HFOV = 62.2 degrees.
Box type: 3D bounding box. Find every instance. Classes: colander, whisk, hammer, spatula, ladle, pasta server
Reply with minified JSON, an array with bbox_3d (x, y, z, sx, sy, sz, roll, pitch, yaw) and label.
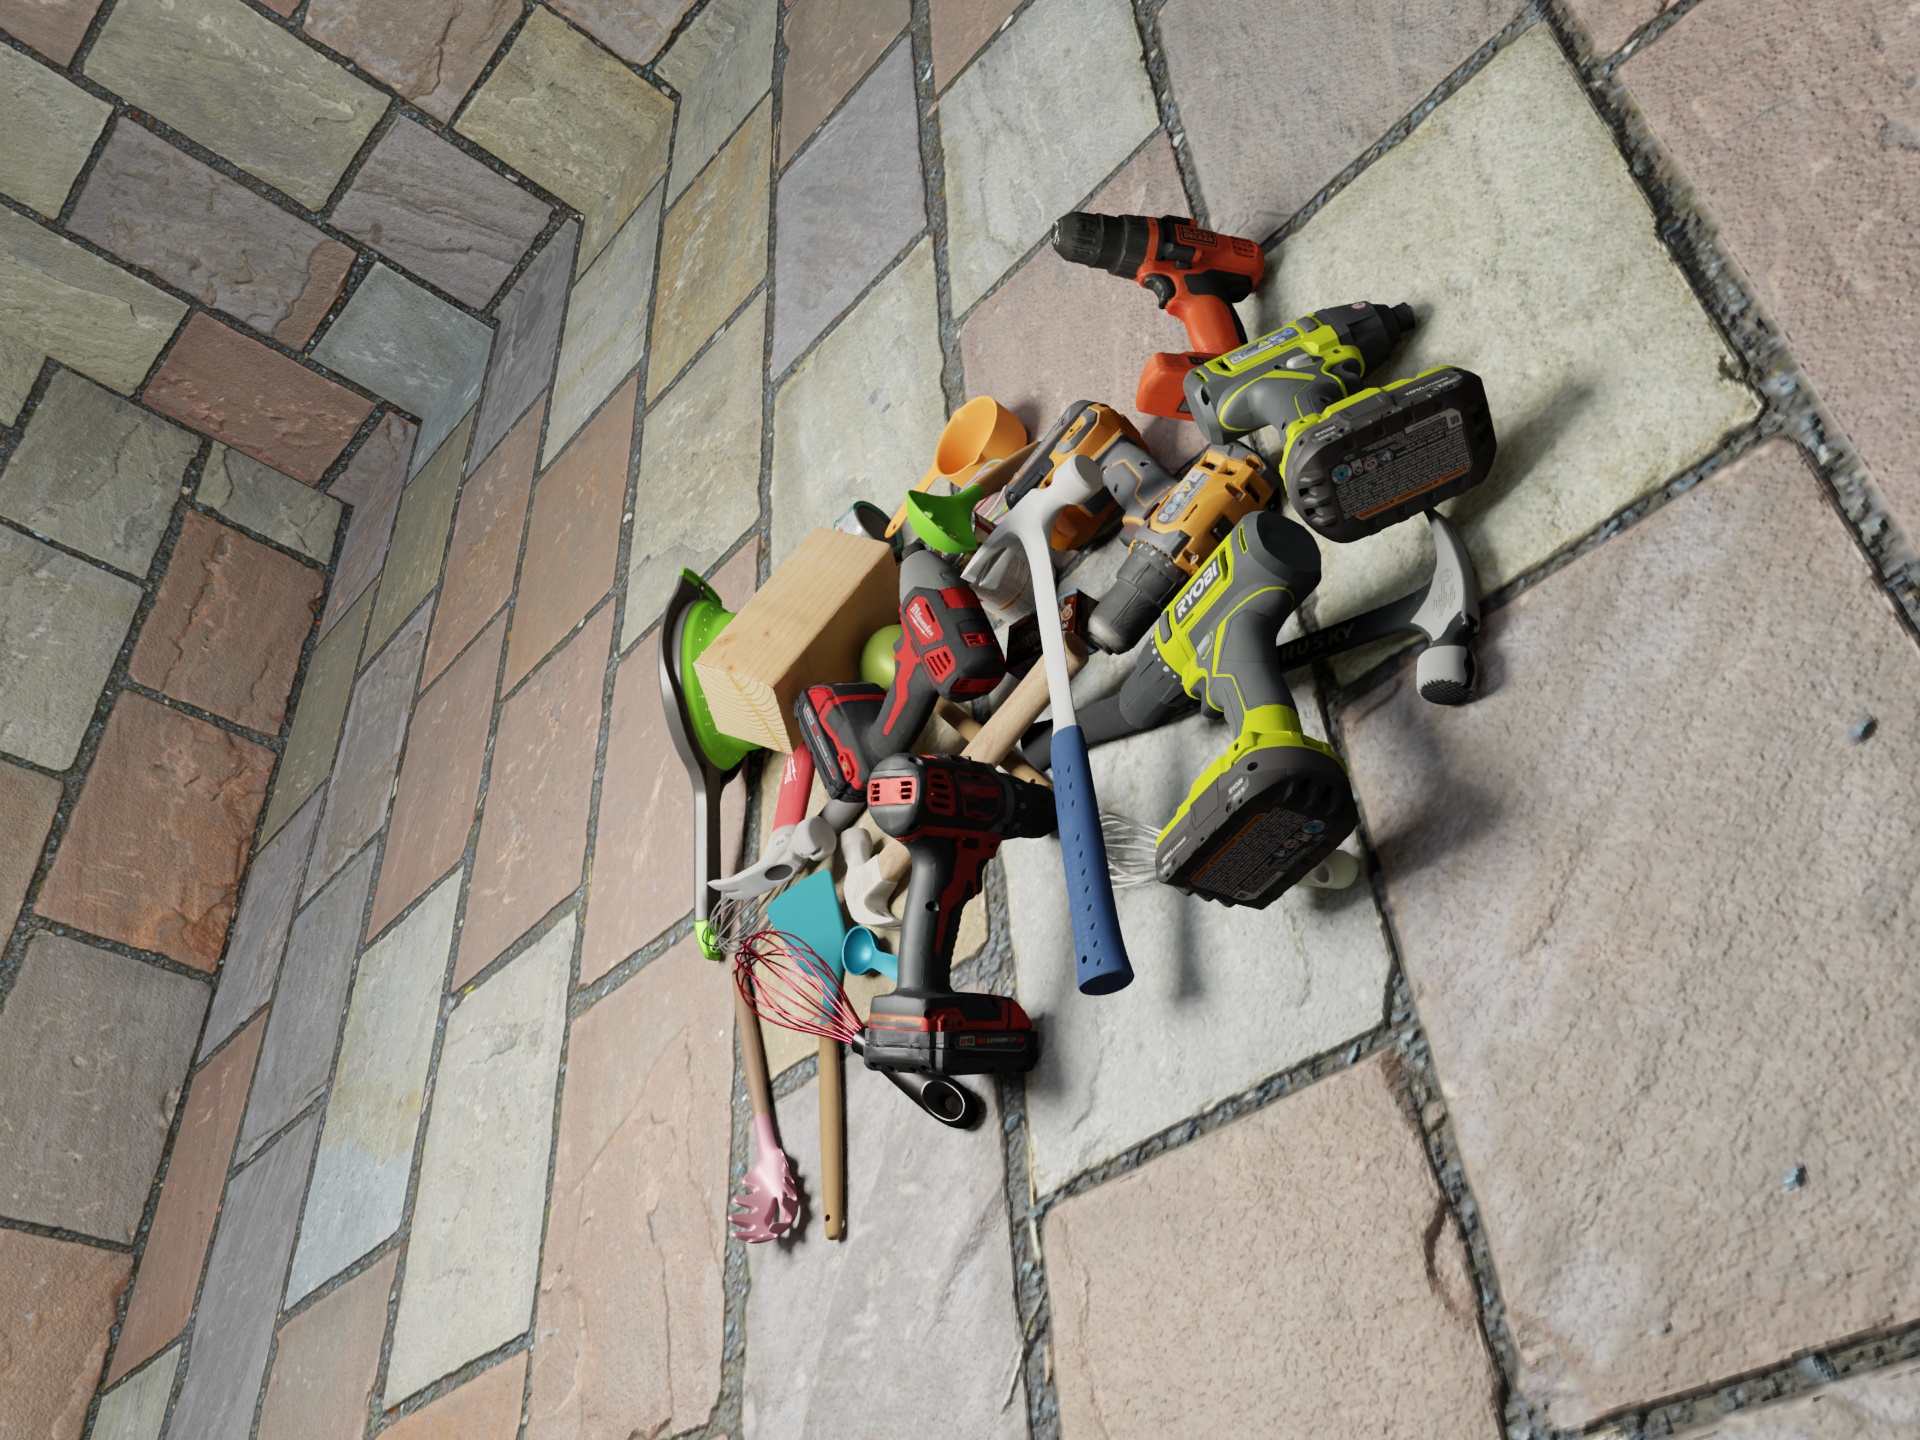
[{"bbox_3d":[-0.219,0.038,1.590,0.094,0.204,0.397,-7,72,12],"label":"colander"},{"bbox_3d":[-0.089,0.243,1.257,0.296,0.073,0.073,26,88,42],"label":"whisk"},{"bbox_3d":[0.188,-0.034,1.139,0.409,0.036,0.149,-21,49,46],"label":"hammer"},{"bbox_3d":[0.072,0.003,1.148,0.144,0.035,0.406,-38,47,41],"label":"hammer"},{"bbox_3d":[-0.118,0.275,1.321,0.082,0.044,0.318,-33,43,28],"label":"spatula"},{"bbox_3d":[-0.002,-0.004,1.384,0.320,0.062,0.078,39,102,50],"label":"ladle"},{"bbox_3d":[-0.001,0.053,1.295,0.331,0.031,0.130,-50,39,32],"label":"hammer"},{"bbox_3d":[-0.024,-0.171,1.519,0.245,0.047,0.051,-38,78,40],"label":"whisk"},{"bbox_3d":[-0.154,-0.005,1.542,0.143,0.038,0.387,-29,38,35],"label":"hammer"},{"bbox_3d":[-0.159,0.133,1.483,0.239,0.055,0.055,-48,35,14],"label":"whisk"},{"bbox_3d":[0.164,0.092,1.073,0.246,0.059,0.058,1,104,50],"label":"whisk"},{"bbox_3d":[-0.180,0.320,1.378,0.060,0.040,0.317,-37,37,13],"label":"pasta server"}]

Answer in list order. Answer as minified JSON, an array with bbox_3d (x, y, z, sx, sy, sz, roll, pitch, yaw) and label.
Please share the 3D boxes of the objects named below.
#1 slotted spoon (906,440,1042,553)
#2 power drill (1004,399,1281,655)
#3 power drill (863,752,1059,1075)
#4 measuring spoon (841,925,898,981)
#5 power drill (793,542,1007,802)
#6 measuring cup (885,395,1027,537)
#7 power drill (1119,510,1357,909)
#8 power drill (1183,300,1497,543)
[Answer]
[{"bbox_3d":[0.023,-0.197,1.347,0.031,0.070,0.314,-48,0,30],"label":"slotted spoon"},{"bbox_3d":[0.125,-0.155,1.260,0.185,0.084,0.226,-52,36,-1],"label":"power drill"},{"bbox_3d":[0.009,0.140,1.161,0.080,0.187,0.227,-7,78,40],"label":"power drill"},{"bbox_3d":[-0.052,0.203,1.314,0.129,0.021,0.042,15,90,48],"label":"measuring spoon"},{"bbox_3d":[-0.052,-0.039,1.342,0.219,0.078,0.143,-50,55,41],"label":"power drill"},{"bbox_3d":[-0.003,-0.231,1.535,0.173,0.052,0.095,-48,35,23],"label":"measuring cup"},{"bbox_3d":[0.168,0.002,1.024,0.190,0.080,0.229,-53,28,43],"label":"power drill"},{"bbox_3d":[0.265,-0.220,1.092,0.171,0.080,0.223,-24,32,4],"label":"power drill"}]
